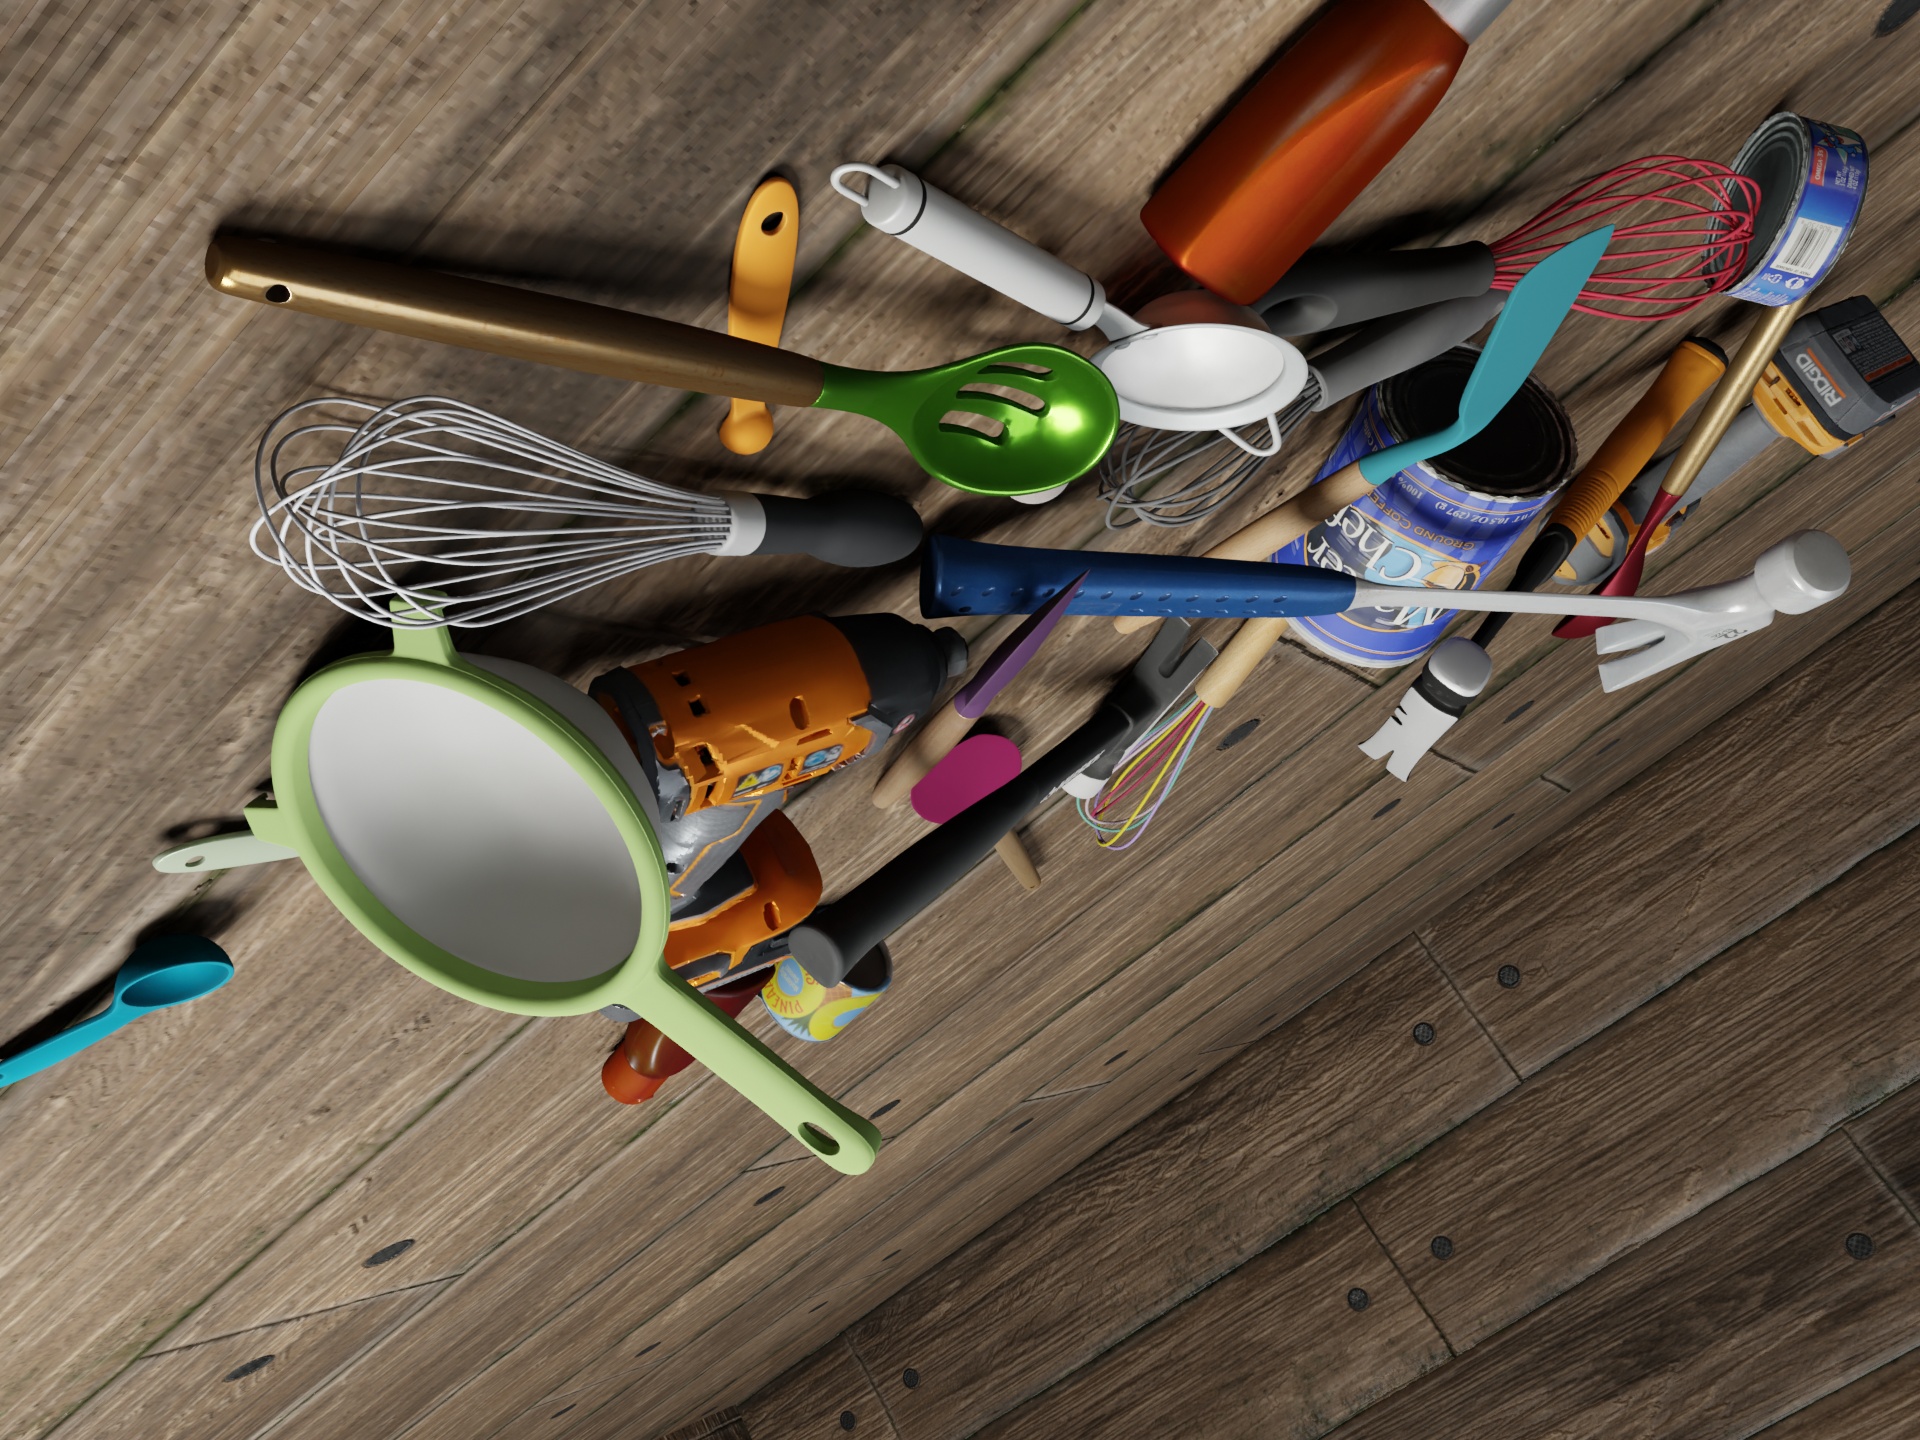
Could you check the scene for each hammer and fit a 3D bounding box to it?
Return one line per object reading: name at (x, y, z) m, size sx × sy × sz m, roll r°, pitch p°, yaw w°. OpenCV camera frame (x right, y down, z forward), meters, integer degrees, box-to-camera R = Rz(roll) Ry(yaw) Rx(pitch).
hammer at (0.025, 0.043, 0.820) m, size 0.335 × 0.035 × 0.146 m, roll -33°, pitch 164°, yaw -51°
hammer at (0.346, -0.105, 0.915) m, size 0.337 × 0.034 × 0.127 m, roll -47°, pitch 167°, yaw -21°
hammer at (0.182, -0.054, 0.723) m, size 0.405 × 0.035 × 0.144 m, roll 1°, pitch 164°, yaw -13°

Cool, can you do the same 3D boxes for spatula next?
spatula at (0.166, -0.114, 0.733) m, size 0.082 × 0.044 × 0.317 m, roll -32°, pitch 180°, yaw -39°
spatula at (-0.001, -0.002, 0.732) m, size 0.060 × 0.018 × 0.316 m, roll -47°, pitch 180°, yaw -23°

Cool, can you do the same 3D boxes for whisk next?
whisk at (0.156, -0.146, 0.706) m, size 0.239 × 0.055 × 0.055 m, roll -30°, pitch 159°, yaw -20°
whisk at (-0.099, -0.067, 0.522) m, size 0.070 × 0.070 × 0.284 m, roll -45°, pitch 161°, yaw 29°
whisk at (0.240, -0.200, 0.693) m, size 0.295 × 0.073 × 0.073 m, roll -15°, pitch 153°, yaw -23°
whisk at (0.145, -0.004, 1.009) m, size 0.047 × 0.051 × 0.245 m, roll -39°, pitch 167°, yaw -51°

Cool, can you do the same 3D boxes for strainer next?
strainer at (-0.119, 0.061, 0.568) m, size 0.151 × 0.256 × 0.069 m, roll -41°, pitch -167°, yaw 37°
strainer at (0.046, -0.147, 0.556) m, size 0.087 × 0.050 × 0.258 m, roll -10°, pitch 168°, yaw 37°

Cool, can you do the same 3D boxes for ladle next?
ladle at (0.427, -0.156, 0.926) m, size 0.069 × 0.031 × 0.315 m, roll -40°, pitch 156°, yaw -35°

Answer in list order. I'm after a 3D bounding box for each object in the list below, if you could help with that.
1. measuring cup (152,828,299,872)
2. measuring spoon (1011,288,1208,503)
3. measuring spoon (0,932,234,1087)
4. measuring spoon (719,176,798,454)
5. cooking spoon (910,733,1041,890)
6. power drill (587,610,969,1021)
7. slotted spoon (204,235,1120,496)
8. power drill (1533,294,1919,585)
measuring cup at (-0.227, 0.058, 0.622) m, size 0.083 × 0.038 × 0.167 m, roll -45°, pitch 157°, yaw 28°
measuring spoon at (0.066, -0.130, 0.650) m, size 0.124 × 0.018 × 0.034 m, roll -42°, pitch 156°, yaw 21°
measuring spoon at (-0.344, 0.113, 0.624) m, size 0.128 × 0.021 × 0.042 m, roll -27°, pitch 160°, yaw 10°
measuring spoon at (-0.062, -0.122, 0.501) m, size 0.021 × 0.011 × 0.116 m, roll -22°, pitch 156°, yaw -24°
cooking spoon at (0.022, 0.067, 1.011) m, size 0.069 × 0.017 × 0.318 m, roll -31°, pitch 158°, yaw -1°
power drill at (-0.091, 0.036, 0.700) m, size 0.164 × 0.084 × 0.226 m, roll -19°, pitch 155°, yaw -31°
slotted spoon at (-0.065, -0.109, 0.484) m, size 0.313 × 0.031 × 0.070 m, roll 0°, pitch 144°, yaw -45°
power drill at (0.508, -0.179, 1.052) m, size 0.185 × 0.084 × 0.226 m, roll -23°, pitch 167°, yaw -42°
